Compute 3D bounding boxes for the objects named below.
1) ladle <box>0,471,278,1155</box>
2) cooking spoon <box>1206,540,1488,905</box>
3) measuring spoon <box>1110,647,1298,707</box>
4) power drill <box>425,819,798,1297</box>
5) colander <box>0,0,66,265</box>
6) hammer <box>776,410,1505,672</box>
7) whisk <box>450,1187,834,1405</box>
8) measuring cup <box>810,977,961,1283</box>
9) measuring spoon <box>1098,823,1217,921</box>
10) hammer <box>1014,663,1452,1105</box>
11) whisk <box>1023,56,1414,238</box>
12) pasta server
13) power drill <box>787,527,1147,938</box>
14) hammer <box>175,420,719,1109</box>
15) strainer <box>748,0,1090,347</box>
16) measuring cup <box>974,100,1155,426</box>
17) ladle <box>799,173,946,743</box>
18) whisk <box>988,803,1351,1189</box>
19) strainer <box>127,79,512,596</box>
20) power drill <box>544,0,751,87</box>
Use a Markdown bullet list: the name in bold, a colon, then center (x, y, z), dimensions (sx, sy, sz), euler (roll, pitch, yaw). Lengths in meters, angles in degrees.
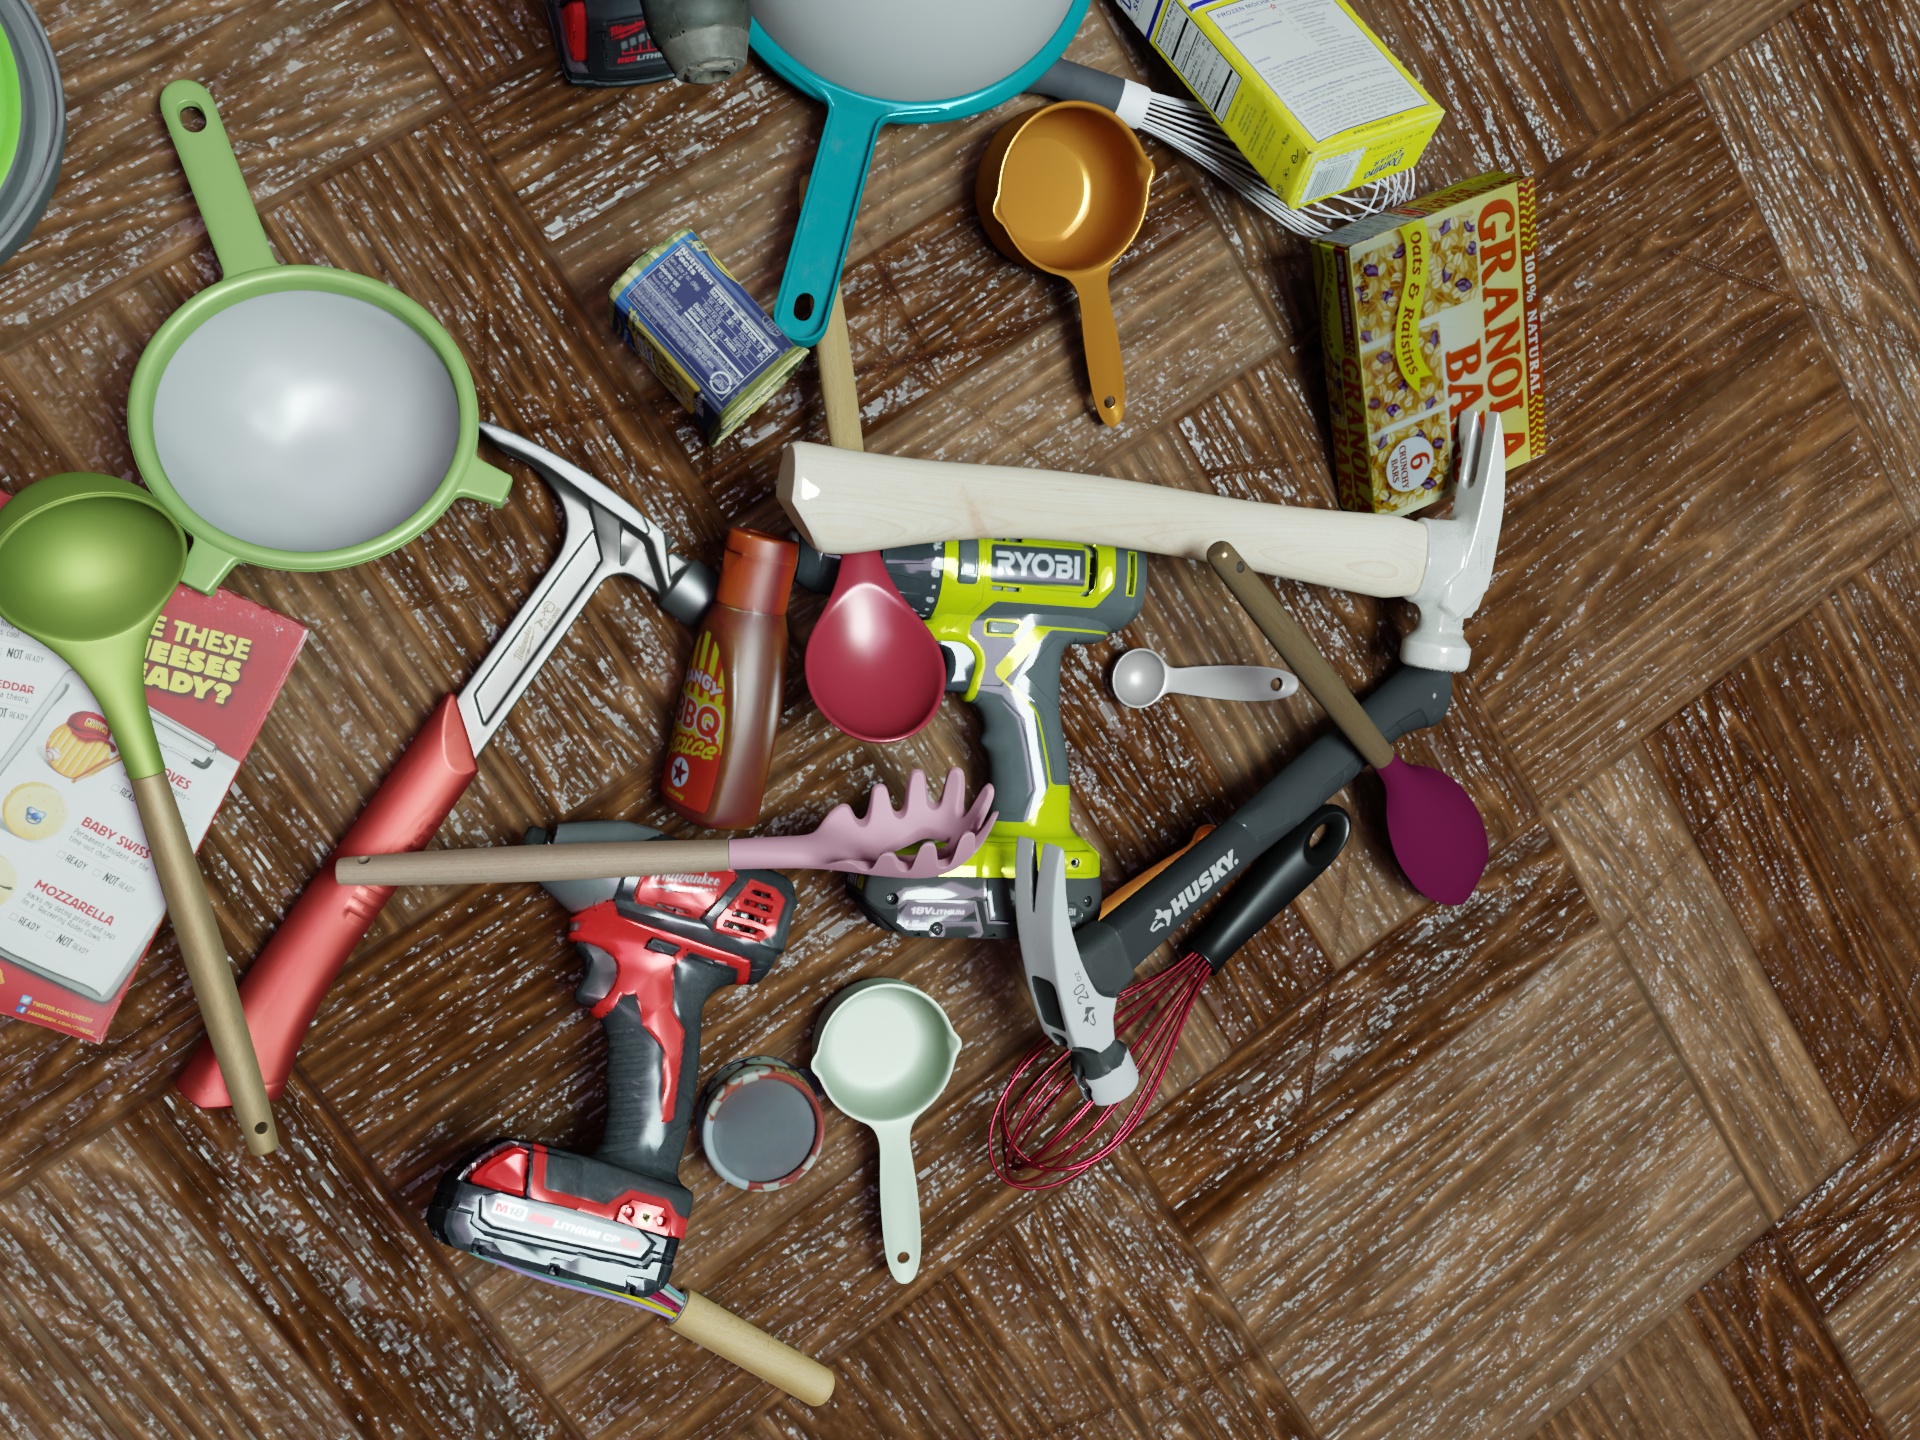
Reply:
- **ladle**: center (-0.347, 0.050, 0.698), dimensions (0.078, 0.062, 0.320), euler (-20, 107, -34)
- **cooking spoon**: center (0.221, 0.007, 0.875), dimensions (0.318, 0.017, 0.069), euler (44, 70, -34)
- **measuring spoon**: center (0.140, -0.023, 0.922), dimensions (0.124, 0.018, 0.034), euler (2, 99, -22)
- **power drill**: center (-0.177, 0.158, 0.789), dimensions (0.143, 0.078, 0.220), euler (22, 69, -16)
- **colander**: center (-0.508, -0.200, 0.689), dimensions (0.204, 0.094, 0.397), euler (-2, 93, -15)
- **hammer**: center (0.108, -0.112, 0.821), dimensions (0.410, 0.038, 0.146), euler (4, 100, -23)
- **whisk**: center (-0.168, 0.303, 0.837), dimensions (0.244, 0.047, 0.051), euler (37, 82, -17)
- **measuring cup**: center (-0.040, 0.222, 0.871), dimensions (0.083, 0.038, 0.167), euler (-6, 96, -15)
- **measuring spoon**: center (0.104, 0.098, 0.919), dimensions (0.117, 0.011, 0.021), euler (-36, 103, -7)
- **hammer**: center (0.161, 0.052, 0.871), dimensions (0.335, 0.035, 0.146), euler (-35, 116, -27)
- **whisk**: center (0.124, -0.329, 0.879), dimensions (0.284, 0.070, 0.070), euler (16, 89, -11)
- **pasta server**: center (-0.140, 0.060, 0.771), dimensions (0.316, 0.060, 0.040), euler (-2, 125, -6)
- **power drill**: center (-0.001, -0.003, 0.850), dimensions (0.190, 0.080, 0.228), euler (3, 89, -16)
- **hammer**: center (-0.278, 0.031, 0.795), dimensions (0.149, 0.037, 0.359), euler (36, 83, -14)
- **strainer**: center (-0.040, -0.357, 0.787), dimensions (0.211, 0.095, 0.340), euler (15, 83, -7)
- **measuring cup**: center (0.060, -0.248, 0.872), dimensions (0.095, 0.052, 0.173), euler (-20, 116, -15)
- **ladle**: center (-0.059, -0.137, 0.808), dimensions (0.069, 0.031, 0.316), euler (-5, 75, -13)
- **whisk**: center (0.124, 0.151, 0.904), dimensions (0.296, 0.073, 0.073), euler (-43, 103, -16)
- **strainer**: center (-0.328, -0.181, 0.765), dimensions (0.151, 0.069, 0.256), euler (-21, 81, -18)
- **power drill**: center (-0.143, -0.356, 0.713), dimensions (0.080, 0.227, 0.188), euler (-15, 96, -14)
